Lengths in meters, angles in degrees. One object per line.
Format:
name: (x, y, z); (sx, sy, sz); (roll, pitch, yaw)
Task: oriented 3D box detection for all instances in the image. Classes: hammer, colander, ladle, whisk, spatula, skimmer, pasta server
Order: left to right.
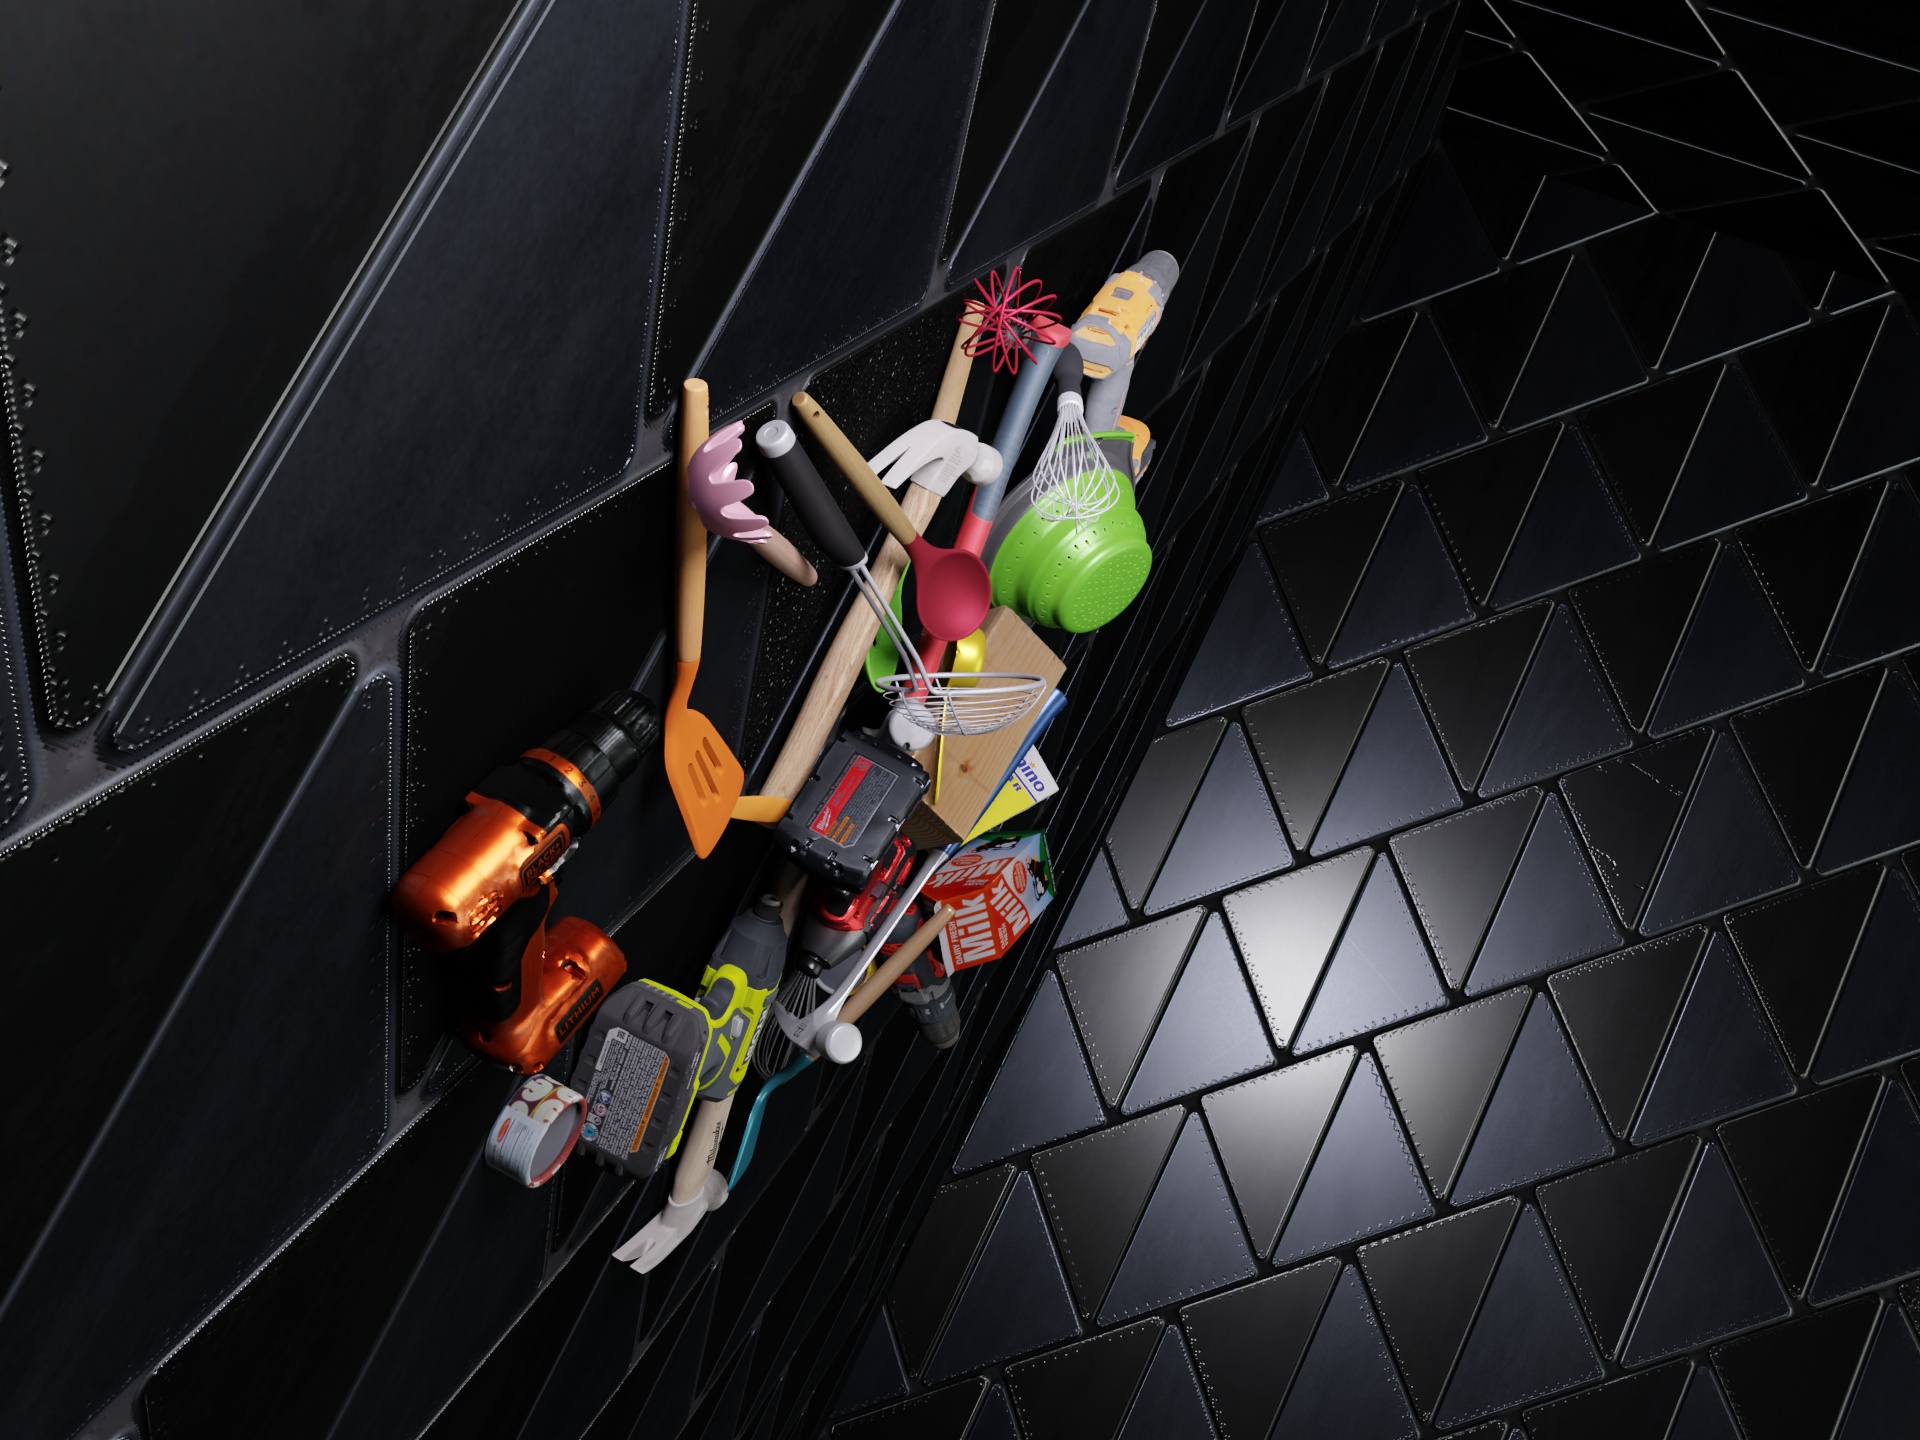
spatula: (-0.151, -0.055, 0.934); (0.081, 0.041, 0.322); (-69, 172, -48)
hammer: (-0.196, 0.277, 1.352); (0.146, 0.038, 0.410); (-28, 140, -67)
pasta server: (-0.110, -0.110, 0.937); (0.316, 0.040, 0.060); (39, 36, -84)
whisk: (-0.138, 0.227, 1.469); (0.055, 0.055, 0.239); (23, 86, -77)
spatula: (-0.109, 0.286, 1.415); (0.317, 0.044, 0.082); (-47, 177, 5)
hammer: (-0.076, -0.069, 1.181); (0.130, 0.031, 0.331); (13, 105, -62)
ladle: (-0.046, -0.138, 1.098); (0.069, 0.031, 0.315); (-56, 152, -7)
skimmer: (-0.044, -0.096, 1.087); (0.362, 0.127, 0.090); (58, 42, -50)
hammer: (-0.029, 0.128, 1.436); (0.405, 0.035, 0.144); (-54, -157, -21)
hammer: (0.007, -0.155, 1.333); (0.143, 0.038, 0.386); (172, -61, -76)
whisk: (0.040, -0.286, 1.167); (0.296, 0.073, 0.073); (-66, 178, -79)
colander: (0.083, -0.091, 1.543); (0.204, 0.095, 0.396); (-15, 142, -41)
whisk: (0.094, -0.248, 1.338); (0.285, 0.070, 0.070); (-88, -172, -50)

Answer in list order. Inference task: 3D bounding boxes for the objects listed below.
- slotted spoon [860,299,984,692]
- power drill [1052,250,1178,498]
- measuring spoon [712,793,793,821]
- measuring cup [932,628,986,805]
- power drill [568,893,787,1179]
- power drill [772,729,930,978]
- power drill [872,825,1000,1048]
slotted spoon: (-0.031, -0.169, 1.229); (0.070, 0.031, 0.313); (-35, 145, -65)
power drill: (0.156, -0.335, 1.556); (0.226, 0.084, 0.185); (94, 23, -45)
measuring spoon: (-0.149, 0.065, 1.147); (0.116, 0.011, 0.021); (10, 110, -60)
measuring cup: (-0.002, -0.004, 1.347); (0.062, 0.029, 0.156); (168, -71, -79)
power drill: (-0.198, 0.228, 1.179); (0.223, 0.080, 0.171); (-32, 145, -73)
power drill: (-0.087, 0.114, 1.253); (0.143, 0.078, 0.219); (-57, 168, -26)
power drill: (-0.019, 0.195, 1.593); (0.227, 0.080, 0.187); (-69, 148, -48)
